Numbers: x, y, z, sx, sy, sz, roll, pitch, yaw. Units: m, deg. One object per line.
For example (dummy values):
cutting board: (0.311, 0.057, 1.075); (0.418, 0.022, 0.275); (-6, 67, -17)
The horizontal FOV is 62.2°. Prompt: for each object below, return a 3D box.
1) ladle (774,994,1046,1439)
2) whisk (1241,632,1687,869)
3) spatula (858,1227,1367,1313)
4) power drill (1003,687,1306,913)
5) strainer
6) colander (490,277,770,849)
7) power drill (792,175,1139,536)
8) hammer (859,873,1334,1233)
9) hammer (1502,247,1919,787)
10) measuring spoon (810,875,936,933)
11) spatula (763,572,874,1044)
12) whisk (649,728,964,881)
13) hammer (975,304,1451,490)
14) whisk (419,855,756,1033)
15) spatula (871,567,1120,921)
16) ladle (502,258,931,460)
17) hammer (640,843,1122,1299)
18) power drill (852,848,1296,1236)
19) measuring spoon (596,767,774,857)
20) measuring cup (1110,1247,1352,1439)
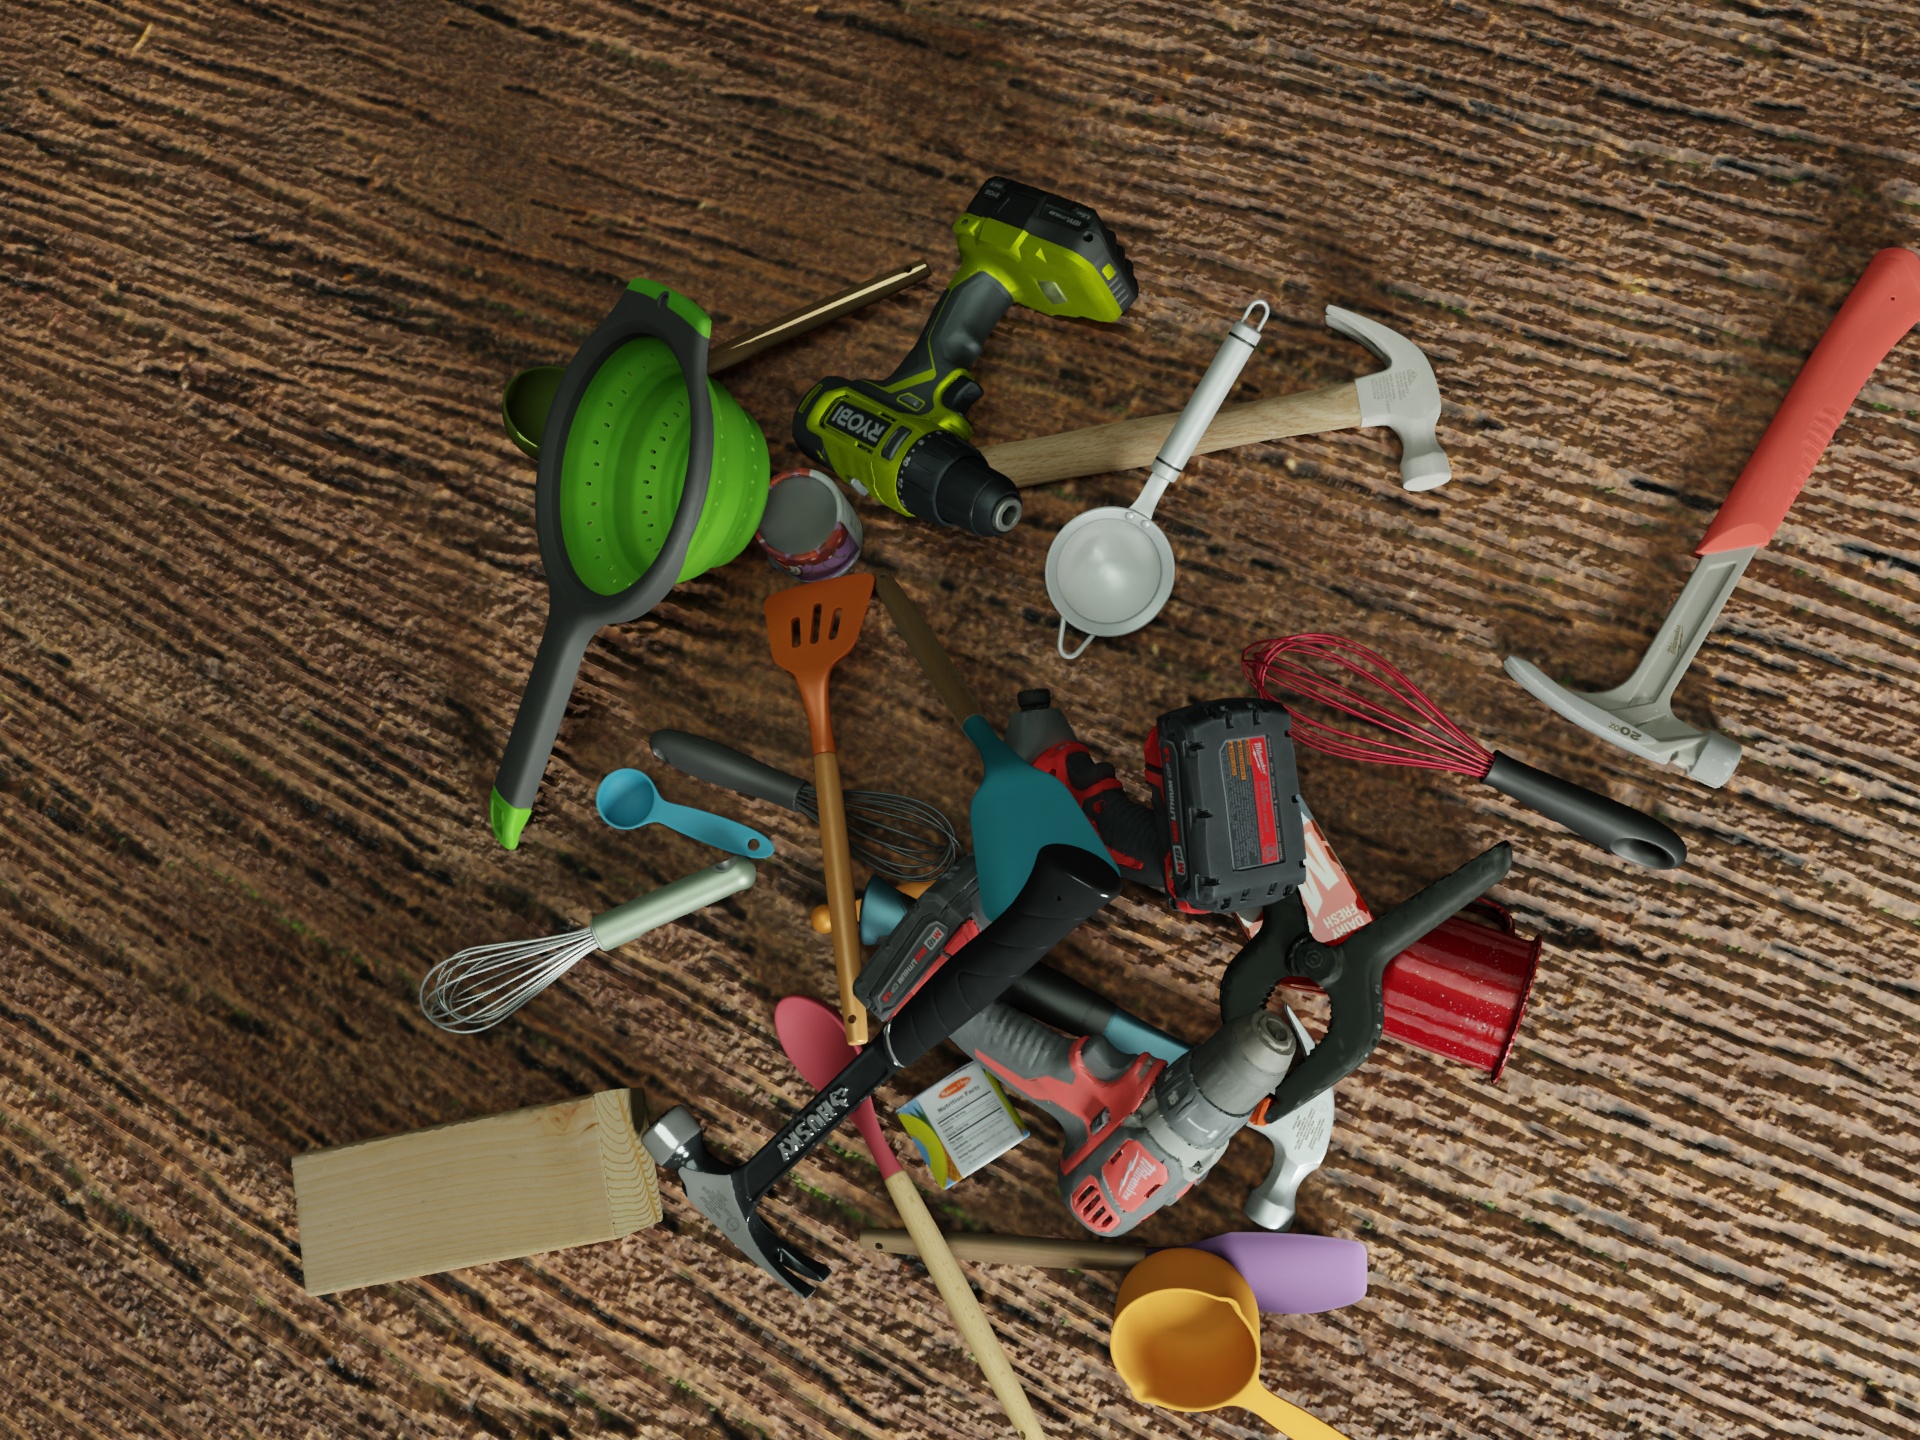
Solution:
ladle: (-0.029, 0.307, 0.994); (0.316, 0.031, 0.069); (59, 137, 18)
whisk: (0.312, 0.020, 0.995); (0.296, 0.073, 0.073); (26, 85, 8)
spatula: (0.090, 0.335, 0.990); (0.316, 0.018, 0.059); (1, 110, 12)
power drill: (0.098, 0.045, 0.951); (0.078, 0.220, 0.143); (-6, 90, -33)
strainer: (0.130, -0.156, 1.037); (0.087, 0.050, 0.258); (27, 105, -10)
colander: (-0.223, -0.089, 1.077); (0.205, 0.094, 0.397); (38, 112, 43)
power drill: (0.014, -0.235, 1.056); (0.191, 0.080, 0.228); (33, 85, 37)
hammer: (0.081, 0.189, 1.009); (0.331, 0.033, 0.128); (25, 85, 11)
hammer: (0.495, -0.144, 1.003); (0.149, 0.036, 0.359); (31, 87, 13)
measuring spoon: (-0.045, 0.121, 1.058); (0.117, 0.011, 0.021); (-14, 78, 7)
spatula: (-0.081, 0.048, 1.027); (0.081, 0.041, 0.323); (-12, 70, 11)
whisk: (-0.107, 0.052, 1.068); (0.239, 0.055, 0.055); (20, 84, 18)
hammer: (0.152, -0.196, 1.073); (0.331, 0.031, 0.130); (-9, 79, 8)
whisk: (-0.251, 0.149, 1.076); (0.246, 0.058, 0.059); (-24, 111, 2)
spatula: (-0.002, -0.003, 0.991); (0.082, 0.044, 0.318); (-17, 40, -13)
ladle: (-0.172, -0.262, 1.121); (0.320, 0.062, 0.078); (-22, 71, 7)
hammer: (-0.043, 0.202, 0.926); (0.149, 0.036, 0.408); (48, 124, 7)
power drill: (0.067, 0.176, 0.923); (0.227, 0.080, 0.187); (43, 126, 9)
measuring spoon: (-0.188, 0.069, 1.094); (0.128, 0.021, 0.042); (20, 83, 3)
measuring cup: (0.170, 0.384, 0.954); (0.173, 0.052, 0.095); (34, 111, -4)
